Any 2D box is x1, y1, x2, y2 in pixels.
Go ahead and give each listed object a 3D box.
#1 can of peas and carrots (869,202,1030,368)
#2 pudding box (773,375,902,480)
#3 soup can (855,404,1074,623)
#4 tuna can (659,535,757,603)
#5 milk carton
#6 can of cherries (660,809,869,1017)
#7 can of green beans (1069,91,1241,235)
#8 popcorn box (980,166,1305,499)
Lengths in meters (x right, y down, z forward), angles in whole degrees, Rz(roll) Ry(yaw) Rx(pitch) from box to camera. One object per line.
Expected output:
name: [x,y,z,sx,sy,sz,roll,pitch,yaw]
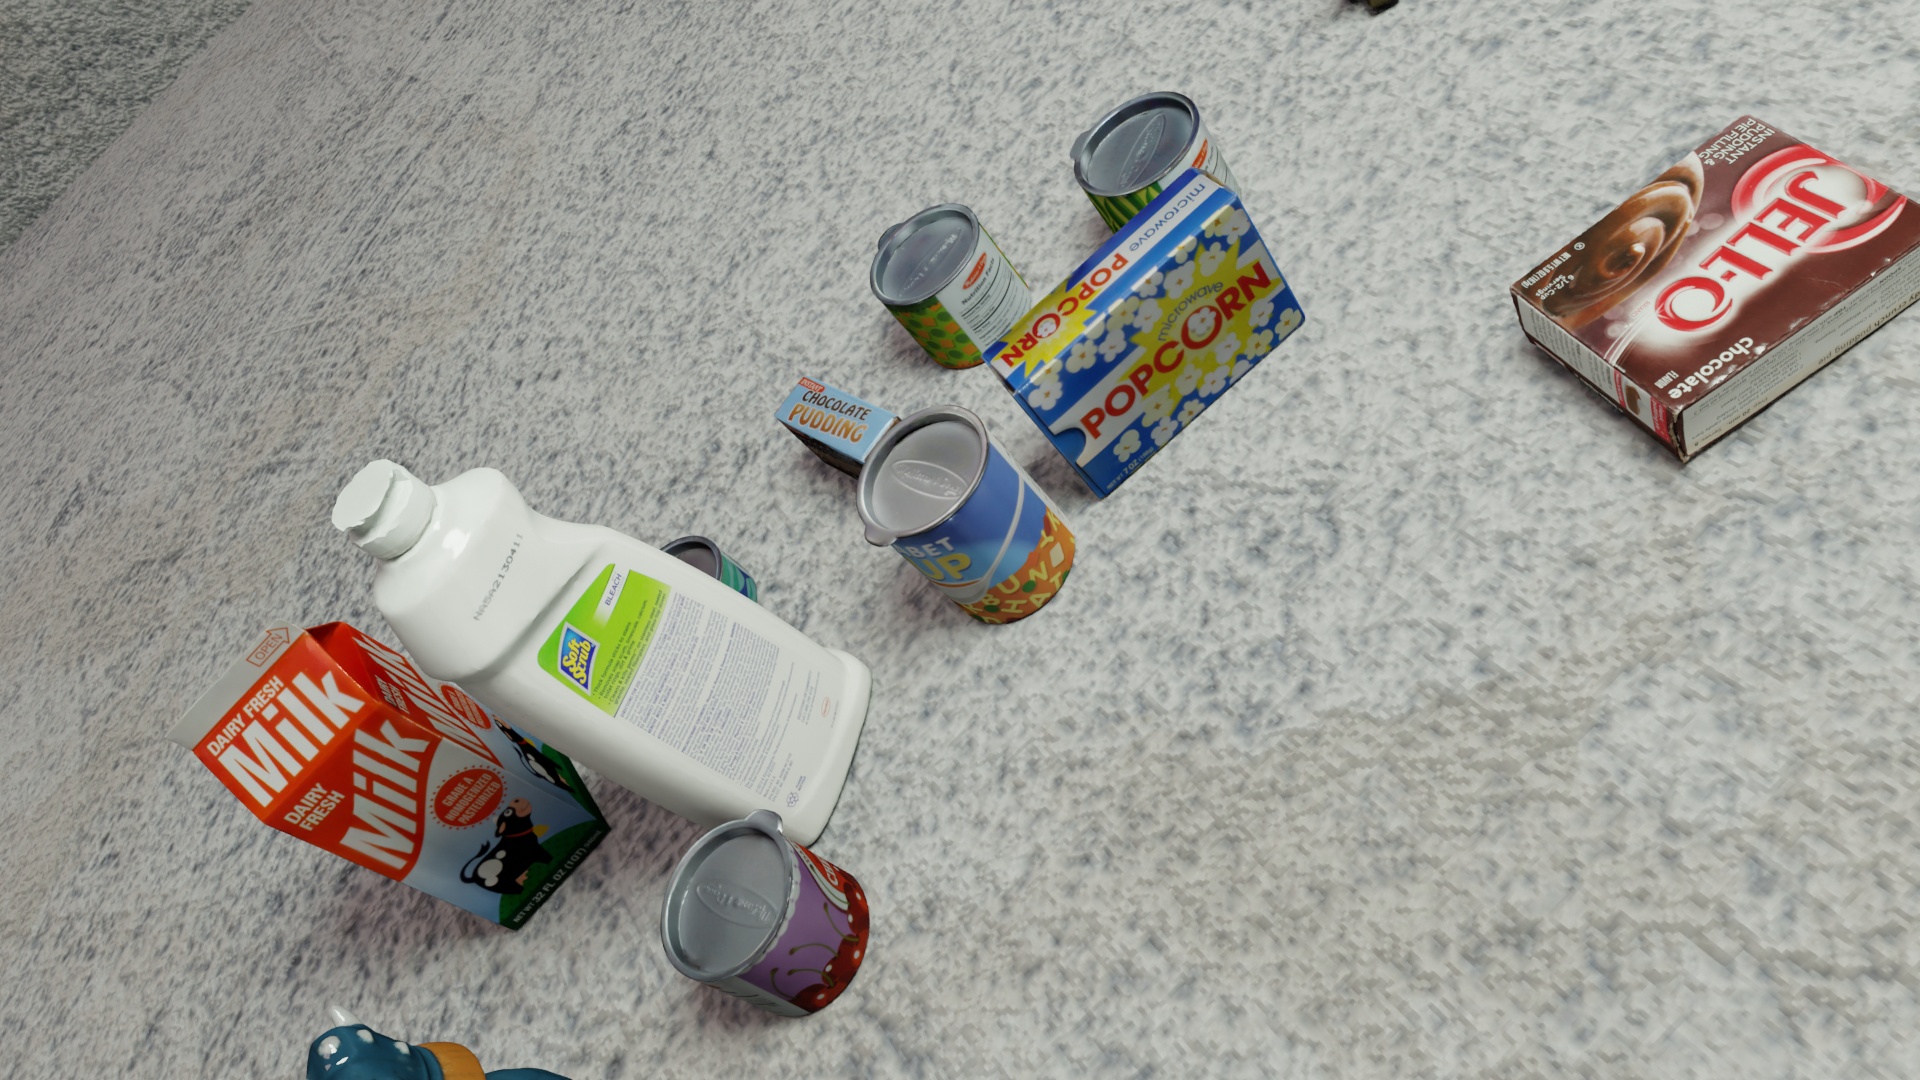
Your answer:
can of peas and carrots: [-0.006,-0.134,0.731,0.071,0.058,0.071,-19,50,24]
pudding box: [-0.052,-0.051,0.710,0.084,0.049,0.030,28,78,44]
soup can: [0.002,-0.008,0.616,0.071,0.083,0.072,-19,50,24]
tuna can: [-0.142,0.036,0.724,0.071,0.032,0.071,-19,50,24]
milk carton: [-0.262,0.105,0.648,0.072,0.190,0.073,-48,44,-2]
can of cherries: [-0.078,0.154,0.574,0.071,0.058,0.072,-19,50,24]
can of green beans: [0.098,-0.177,0.688,0.071,0.057,0.071,-19,50,24]
popcorn box: [0.083,-0.091,0.617,0.126,0.085,0.038,-42,44,3]
